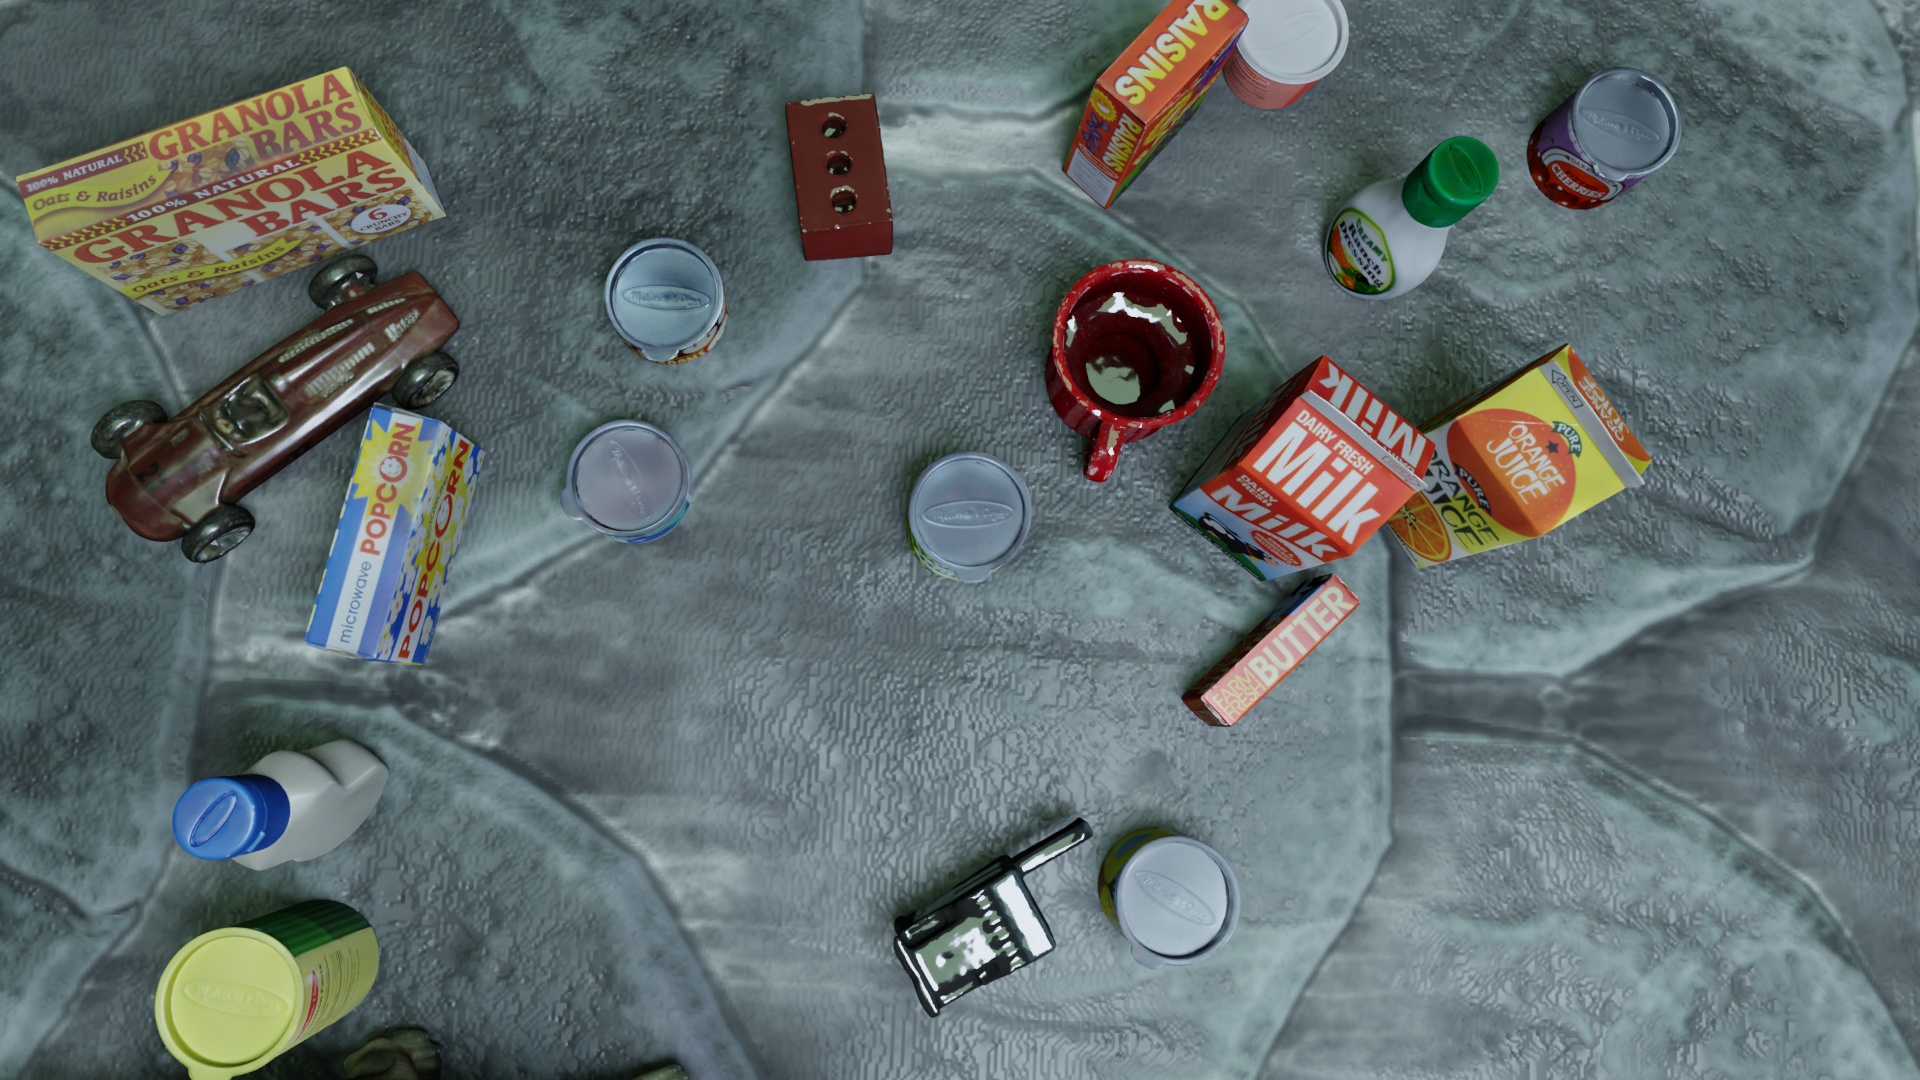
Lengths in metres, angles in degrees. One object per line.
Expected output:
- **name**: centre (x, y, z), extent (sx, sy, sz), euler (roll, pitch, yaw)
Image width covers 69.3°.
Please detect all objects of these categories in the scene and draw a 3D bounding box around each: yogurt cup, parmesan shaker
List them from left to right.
- **parmesan shaker**: centre (-0.340, 0.220, 0.687), extent (0.071, 0.103, 0.071), euler (1, 83, -4)
- **yogurt cup**: centre (0.188, -0.292, 0.821), extent (0.072, 0.054, 0.072), euler (1, 82, -4)

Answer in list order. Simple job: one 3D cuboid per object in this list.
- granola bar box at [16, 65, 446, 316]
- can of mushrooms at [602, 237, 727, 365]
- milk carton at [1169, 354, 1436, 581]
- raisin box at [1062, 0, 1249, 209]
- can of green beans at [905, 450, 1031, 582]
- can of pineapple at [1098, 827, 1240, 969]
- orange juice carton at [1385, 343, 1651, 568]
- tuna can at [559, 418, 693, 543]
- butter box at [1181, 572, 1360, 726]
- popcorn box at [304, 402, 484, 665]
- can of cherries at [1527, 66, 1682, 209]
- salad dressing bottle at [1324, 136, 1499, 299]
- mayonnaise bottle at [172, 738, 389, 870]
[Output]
- **granola bar box**: centre (-0.373, -0.180, 0.729), extent (0.166, 0.124, 0.039), euler (-22, 85, -7)
- **can of mushrooms**: centre (-0.166, -0.132, 0.783), extent (0.071, 0.033, 0.071), euler (1, 82, -4)
- **milk carton**: centre (0.176, -0.035, 0.716), extent (0.072, 0.190, 0.073), euler (39, 82, 1)
- **raisin box**: centre (0.105, -0.245, 0.774), extent (0.040, 0.123, 0.086), euler (43, 82, 2)
- **can of green beans**: centre (0.003, -0.012, 0.767), extent (0.071, 0.057, 0.071), euler (1, 82, -4)
- **can of pineapple**: centre (0.109, 0.191, 0.747), extent (0.071, 0.058, 0.071), euler (1, 82, -4)
- **orange juice carton**: centre (0.283, -0.042, 0.724), extent (0.073, 0.192, 0.072), euler (-33, 86, -7)
- **tuna can**: centre (-0.184, -0.031, 0.768), extent (0.071, 0.033, 0.071), euler (1, 82, -4)
- **butter box**: centre (0.171, 0.062, 0.772), extent (0.103, 0.053, 0.024), euler (-42, 87, -8)
- **popcorn box**: centre (-0.294, 0.000, 0.729), extent (0.038, 0.085, 0.127), euler (13, 82, -2)
- **can of cherries**: centre (0.380, -0.236, 0.826), extent (0.071, 0.058, 0.071), euler (1, 82, -4)
- **salad dressing bottle**: centre (0.246, -0.176, 0.762), extent (0.044, 0.147, 0.064), euler (-29, 86, -7)
- **mayonnaise bottle**: centre (-0.330, 0.130, 0.677), extent (0.041, 0.148, 0.065), euler (36, 82, 1)
